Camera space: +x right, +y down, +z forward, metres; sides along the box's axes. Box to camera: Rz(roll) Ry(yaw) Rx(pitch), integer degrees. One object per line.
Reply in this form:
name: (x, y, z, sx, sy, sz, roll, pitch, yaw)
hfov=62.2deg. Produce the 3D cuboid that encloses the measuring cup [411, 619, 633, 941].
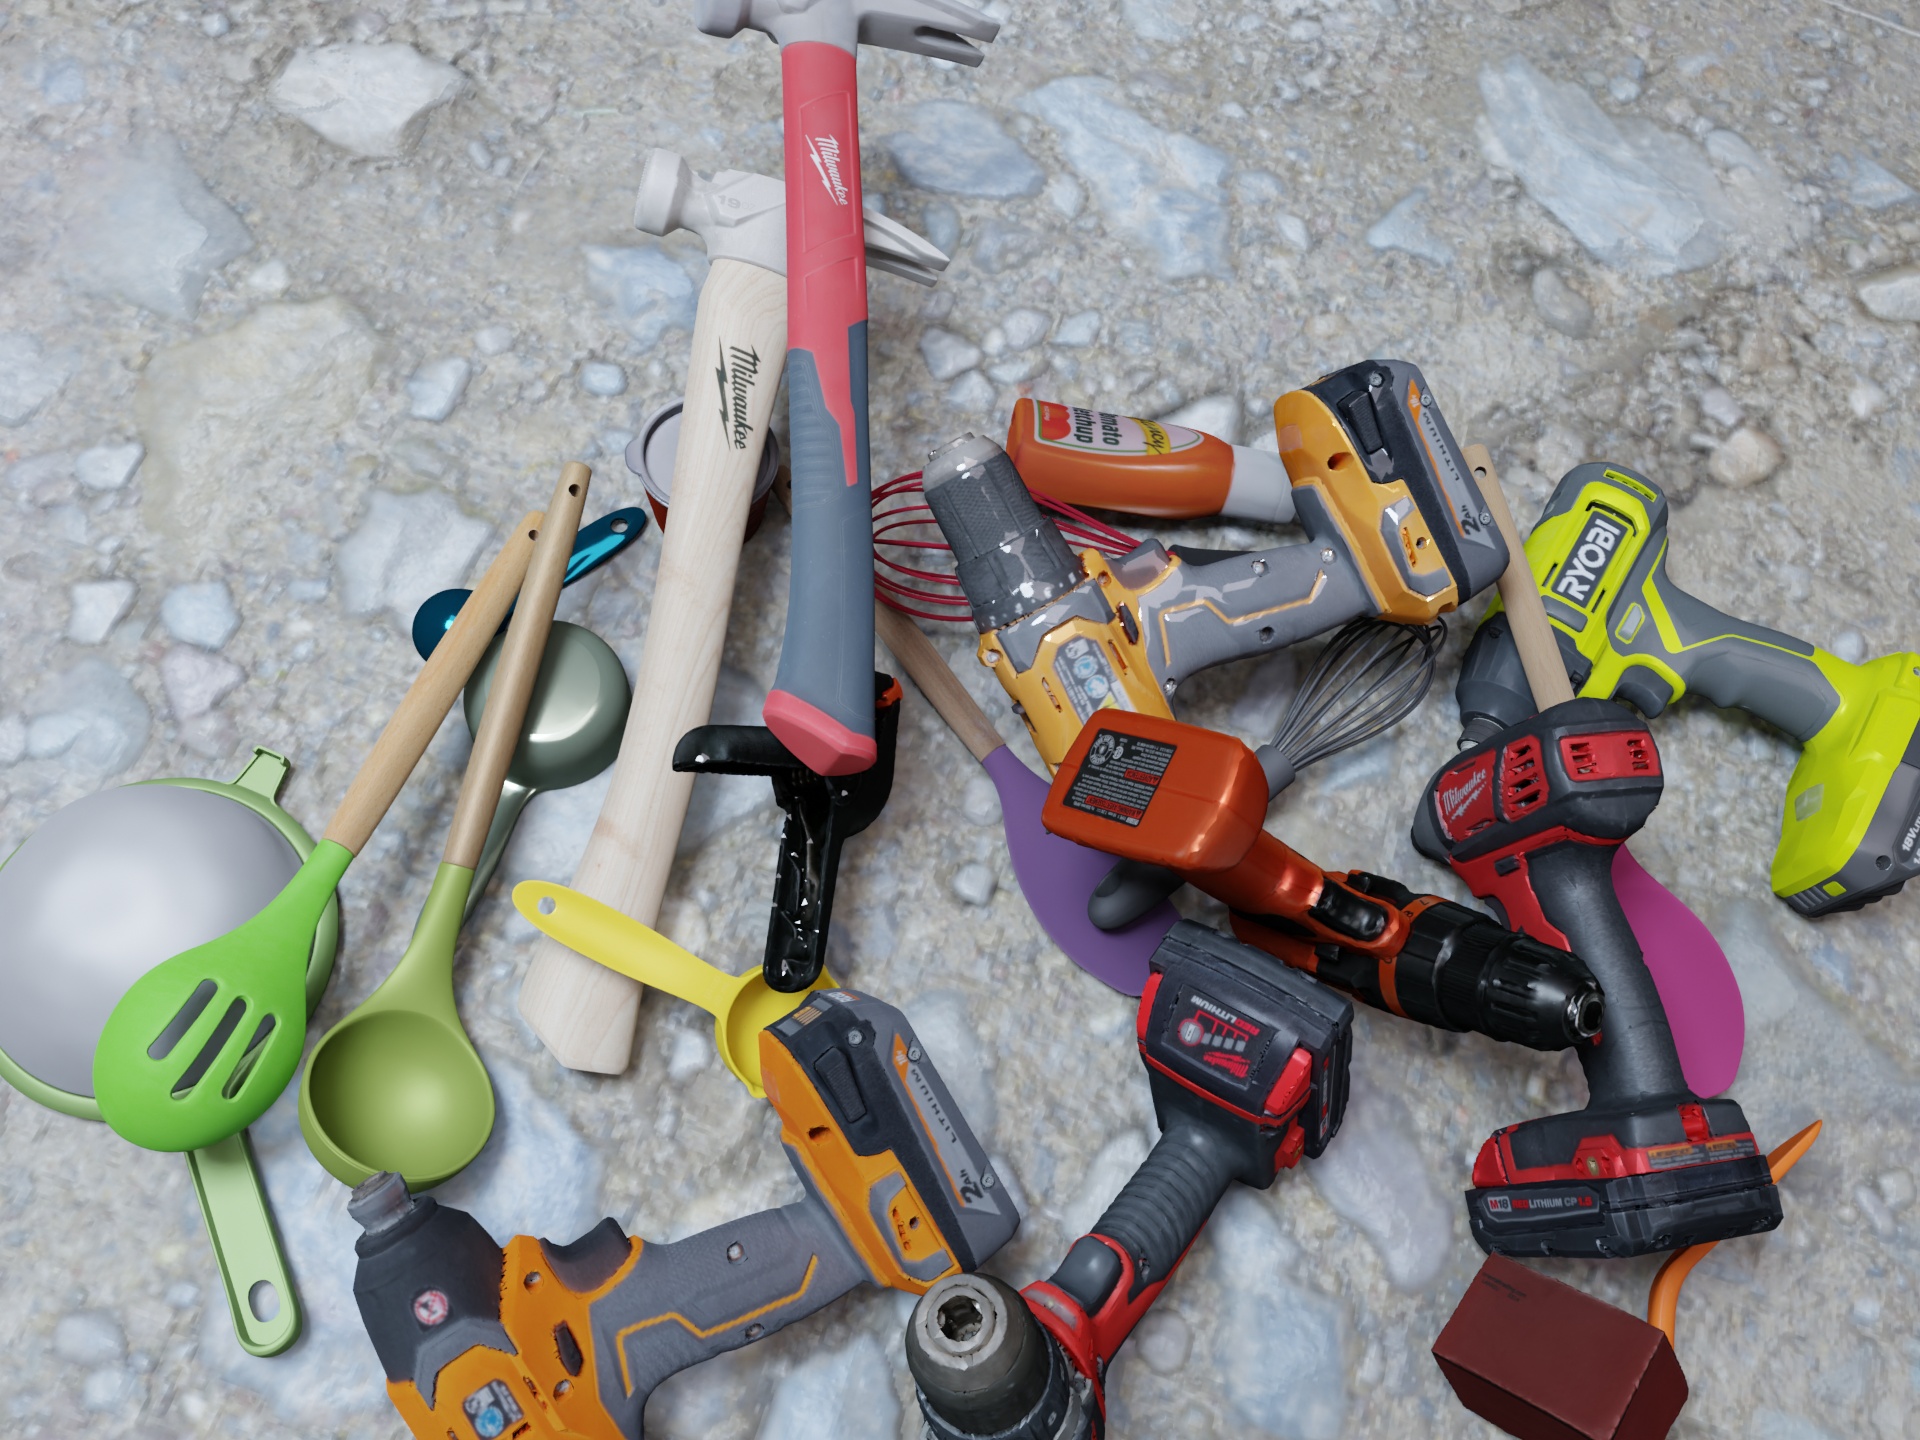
measuring cup: (-0.204, 0.028, 0.711, 0.083, 0.038, 0.168, 21, 64, 2)

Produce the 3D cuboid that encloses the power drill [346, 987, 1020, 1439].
power drill: (-0.109, 0.197, 0.607, 0.226, 0.084, 0.164, -32, 98, -18)

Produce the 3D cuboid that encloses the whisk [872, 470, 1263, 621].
whisk: (0.086, -0.078, 0.782, 0.295, 0.073, 0.073, 4, 66, -14)

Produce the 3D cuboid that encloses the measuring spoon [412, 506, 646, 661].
measuring spoon: (-0.205, -0.070, 0.762, 0.128, 0.021, 0.042, -37, 76, -19)

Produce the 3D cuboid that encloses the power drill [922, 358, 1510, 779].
power drill: (0.107, -0.081, 0.716, 0.226, 0.084, 0.185, -30, 98, -5)

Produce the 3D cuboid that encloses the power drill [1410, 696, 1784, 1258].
power drill: (0.256, 0.112, 0.686, 0.078, 0.143, 0.220, -3, 74, -18)

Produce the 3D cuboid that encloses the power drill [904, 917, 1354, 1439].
power drill: (0.061, 0.187, 0.601, 0.080, 0.187, 0.227, 25, 61, 28)

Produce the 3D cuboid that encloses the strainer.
strainer: (-0.318, 0.128, 0.637, 0.151, 0.069, 0.256, -22, 70, -16)

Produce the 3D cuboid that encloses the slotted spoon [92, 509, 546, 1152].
slotted spoon: (-0.248, 0.030, 0.663, 0.070, 0.031, 0.314, 38, 57, -25)

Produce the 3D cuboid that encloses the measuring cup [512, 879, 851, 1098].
measuring cup: (-0.118, 0.107, 0.669, 0.156, 0.029, 0.062, 31, 74, -15)

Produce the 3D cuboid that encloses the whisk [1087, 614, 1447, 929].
whisk: (0.146, 0.020, 0.752, 0.239, 0.055, 0.055, -38, 76, -20)

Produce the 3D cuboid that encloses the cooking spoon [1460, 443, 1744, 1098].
cooking spoon: (0.288, 0.023, 0.740, 0.069, 0.017, 0.319, -19, 87, 17)

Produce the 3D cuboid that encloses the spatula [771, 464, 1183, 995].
spatula: (-0.001, -0.002, 0.762, 0.060, 0.018, 0.316, -31, 75, -23)

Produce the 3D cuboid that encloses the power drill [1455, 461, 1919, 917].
power drill: (0.364, -0.007, 0.782, 0.223, 0.080, 0.171, 31, 71, 10)

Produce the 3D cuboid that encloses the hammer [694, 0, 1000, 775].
hammer: (-0.043, -0.164, 0.695, 0.143, 0.038, 0.387, 4, 71, -20)

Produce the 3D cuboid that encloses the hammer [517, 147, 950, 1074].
hammer: (-0.112, -0.049, 0.712, 0.146, 0.038, 0.411, 13, 79, -13)

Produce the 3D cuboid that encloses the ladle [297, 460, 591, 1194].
ladle: (-0.200, 0.036, 0.670, 0.078, 0.062, 0.320, 21, 74, -30)

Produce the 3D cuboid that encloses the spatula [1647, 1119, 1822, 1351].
spatula: (0.285, 0.310, 0.649, 0.041, 0.081, 0.323, 19, 70, 19)
